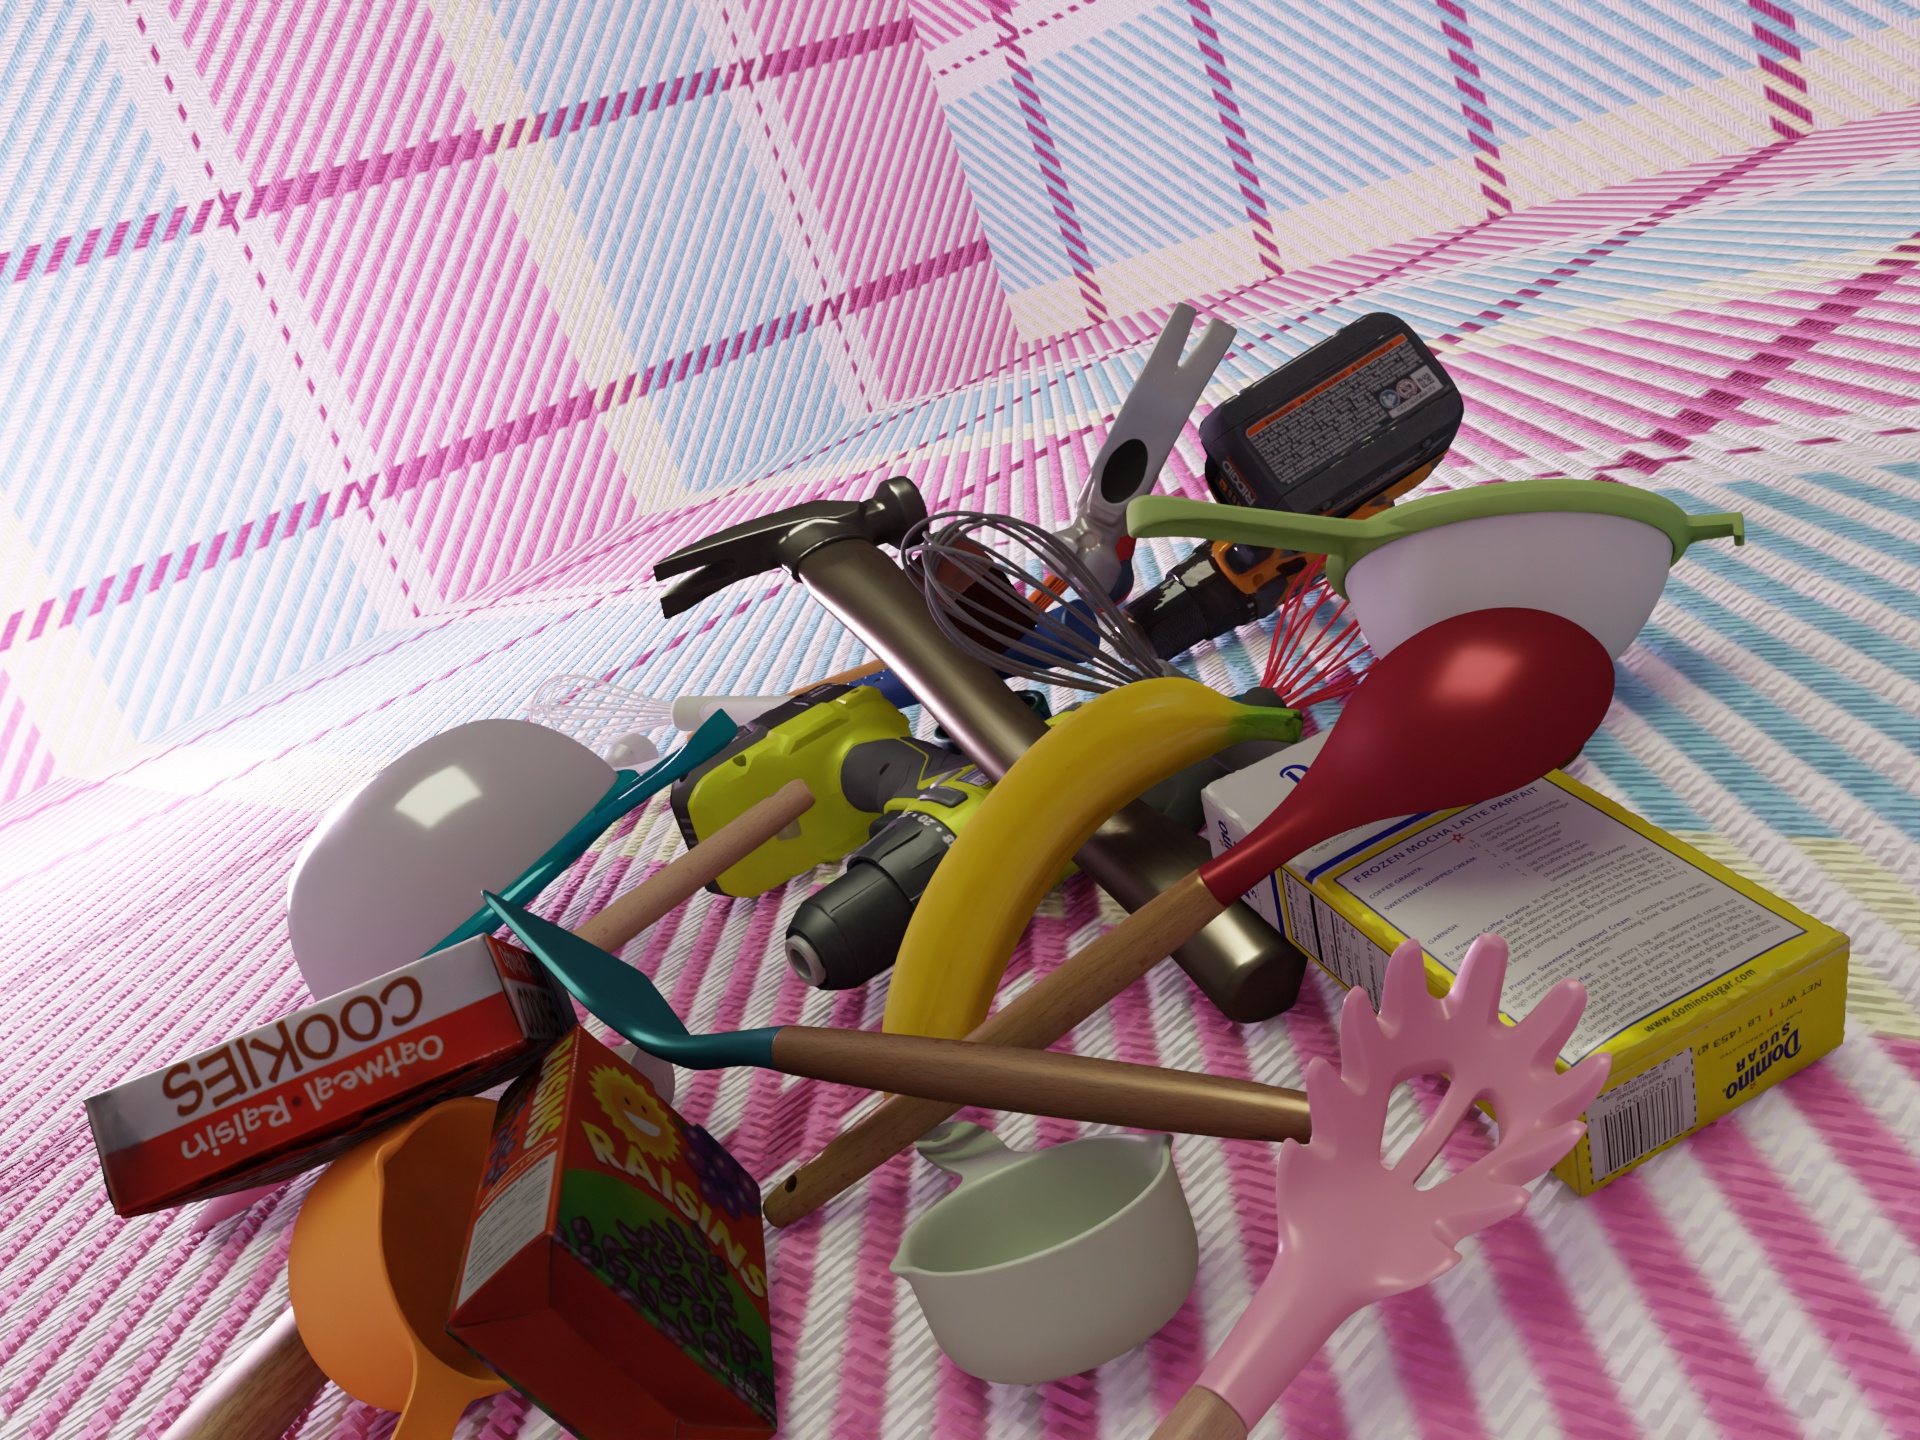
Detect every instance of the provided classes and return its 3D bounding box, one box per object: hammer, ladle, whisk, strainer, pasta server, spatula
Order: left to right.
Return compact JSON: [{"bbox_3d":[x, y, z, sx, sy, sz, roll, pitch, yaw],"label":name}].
[{"bbox_3d":[-0.223,0.212,0.521,0.130,0.031,0.331,-13,18,24],"label":"hammer"},{"bbox_3d":[-0.237,0.041,0.799,0.340,0.095,0.211,-30,14,41],"label":"strainer"},{"bbox_3d":[-0.203,-0.005,1.117,0.246,0.058,0.059,0,-7,23],"label":"whisk"},{"bbox_3d":[-0.102,0.003,0.958,0.405,0.035,0.144,-17,12,32],"label":"hammer"},{"bbox_3d":[-0.033,0.094,0.495,0.317,0.082,0.044,-1,61,37],"label":"spatula"},{"bbox_3d":[-0.047,-0.048,1.123,0.322,0.041,0.081,-21,-7,5],"label":"spatula"},{"bbox_3d":[-0.001,-0.002,0.680,0.146,0.038,0.411,-21,37,-19],"label":"hammer"},{"bbox_3d":[0.098,-0.123,0.929,0.143,0.038,0.386,-63,-5,0],"label":"hammer"},{"bbox_3d":[0.037,0.158,0.322,0.060,0.040,0.316,31,54,29],"label":"pasta server"},{"bbox_3d":[0.057,0.066,0.487,0.315,0.031,0.069,-39,37,13],"label":"ladle"},{"bbox_3d":[0.075,-0.015,0.607,0.055,0.238,0.055,-37,38,36],"label":"whisk"},{"bbox_3d":[0.152,-0.015,0.744,0.073,0.073,0.296,-5,26,43],"label":"whisk"},{"bbox_3d":[0.187,-0.049,0.665,0.256,0.069,0.151,4,-15,-21],"label":"strainer"}]

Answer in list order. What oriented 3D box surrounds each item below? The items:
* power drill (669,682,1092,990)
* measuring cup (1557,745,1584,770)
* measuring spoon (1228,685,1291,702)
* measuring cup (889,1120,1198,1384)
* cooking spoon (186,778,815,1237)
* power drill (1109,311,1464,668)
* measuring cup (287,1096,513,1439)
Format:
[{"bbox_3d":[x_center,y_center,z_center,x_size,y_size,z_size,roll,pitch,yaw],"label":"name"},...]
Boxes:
[{"bbox_3d":[-0.041,0.049,0.749,0.190,0.080,0.229,-30,22,-30],"label":"power drill"},{"bbox_3d":[0.194,0.017,0.677,0.062,0.029,0.156,-31,8,-36],"label":"measuring cup"},{"bbox_3d":[0.115,0.008,0.808,0.128,0.021,0.042,-16,14,-19],"label":"measuring spoon"},{"bbox_3d":[0.015,0.146,0.461,0.083,0.038,0.167,-22,0,-14],"label":"measuring cup"},{"bbox_3d":[-0.196,0.121,0.683,0.319,0.017,0.069,-35,7,-3],"label":"cooking spoon"},{"bbox_3d":[0.168,-0.110,0.873,0.185,0.084,0.226,-32,-13,-5],"label":"power drill"},{"bbox_3d":[-0.166,0.194,0.460,0.052,0.095,0.174,-25,33,25],"label":"measuring cup"}]
